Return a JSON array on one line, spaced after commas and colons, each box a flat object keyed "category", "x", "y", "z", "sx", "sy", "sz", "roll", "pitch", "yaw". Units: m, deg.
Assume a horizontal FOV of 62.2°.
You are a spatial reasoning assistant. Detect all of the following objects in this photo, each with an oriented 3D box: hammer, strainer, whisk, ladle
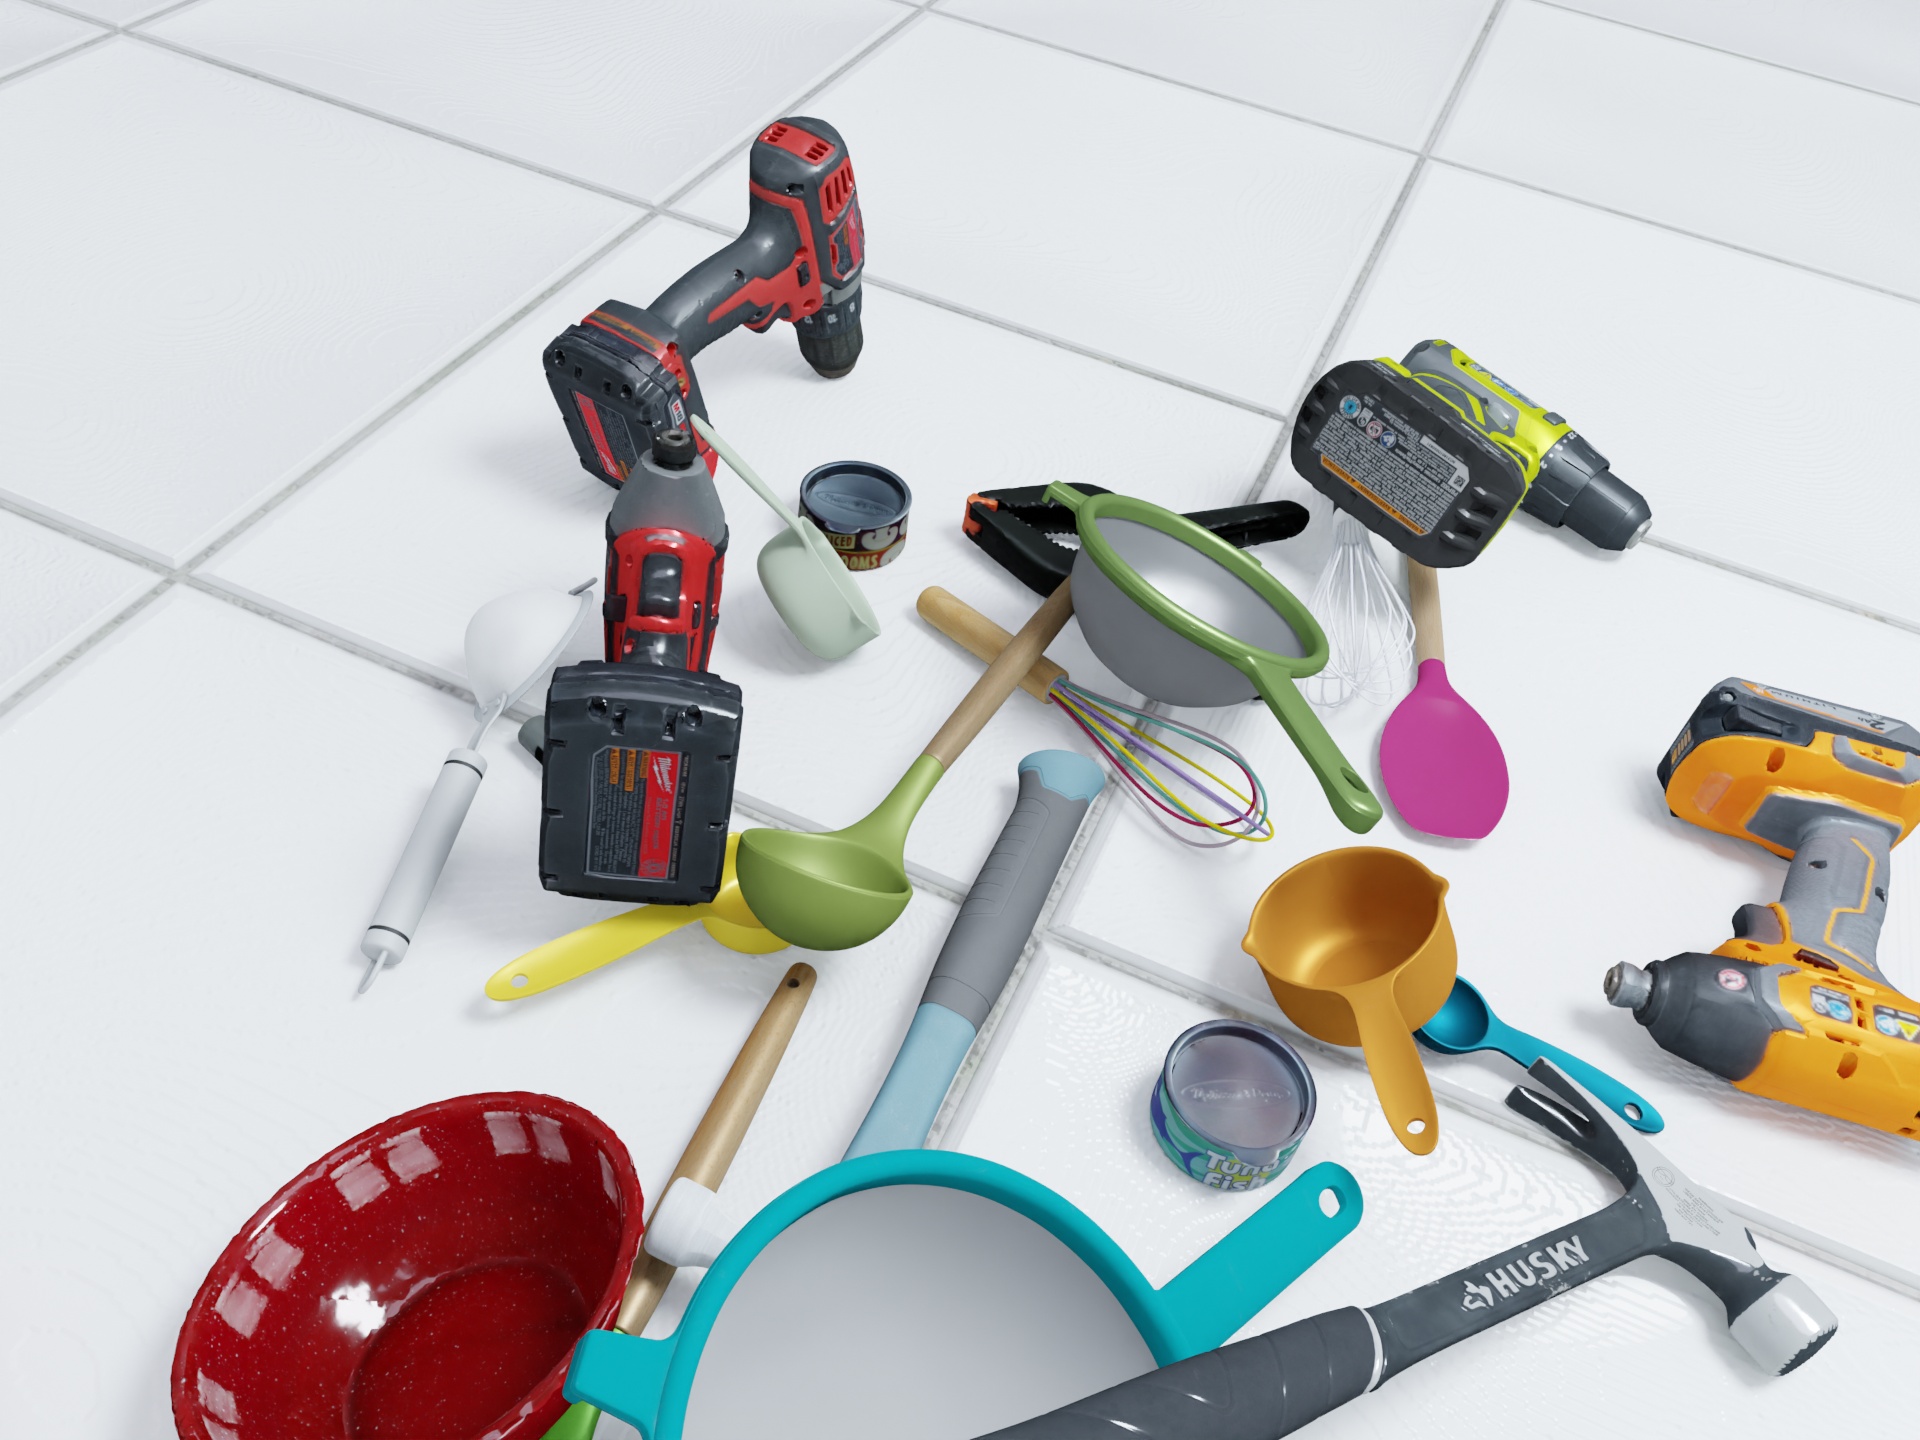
[{"category": "hammer", "x": -0.002, "y": 0.121, "z": 0.694, "sx": 0.128, "sy": 0.033, "sz": 0.331, "roll": 27, "pitch": 43, "yaw": 3}, {"category": "strainer", "x": 0.024, "y": 0.240, "z": 0.551, "sx": 0.340, "sy": 0.095, "sz": 0.211, "roll": -16, "pitch": 71, "yaw": -46}, {"category": "strainer", "x": -0.232, "y": 0.014, "z": 0.753, "sx": 0.050, "sy": 0.087, "sz": 0.259, "roll": 38, "pitch": 46, "yaw": -30}, {"category": "whisk", "x": 0.065, "y": -0.007, "z": 0.840, "sx": 0.245, "sy": 0.051, "sz": 0.047, "roll": 36, "pitch": 55, "yaw": 28}, {"category": "strainer", "x": 0.128, "y": -0.017, "z": 0.795, "sx": 0.151, "sy": 0.069, "sz": 0.257, "roll": 15, "pitch": 32, "yaw": -31}, {"category": "whisk", "x": 0.237, "y": -0.102, "z": 0.958, "sx": 0.070, "sy": 0.070, "sz": 0.285, "roll": 13, "pitch": 40, "yaw": 3}, {"category": "hammer", "x": 0.151, "y": 0.212, "z": 0.562, "sx": 0.408, "sy": 0.036, "sz": 0.149, "roll": -3, "pitch": 40, "yaw": -37}, {"category": "ladle", "x": -0.001, "y": -0.002, "z": 0.770, "sx": 0.078, "sy": 0.062, "sz": 0.320, "roll": 21, "pitch": 44, "yaw": 19}]

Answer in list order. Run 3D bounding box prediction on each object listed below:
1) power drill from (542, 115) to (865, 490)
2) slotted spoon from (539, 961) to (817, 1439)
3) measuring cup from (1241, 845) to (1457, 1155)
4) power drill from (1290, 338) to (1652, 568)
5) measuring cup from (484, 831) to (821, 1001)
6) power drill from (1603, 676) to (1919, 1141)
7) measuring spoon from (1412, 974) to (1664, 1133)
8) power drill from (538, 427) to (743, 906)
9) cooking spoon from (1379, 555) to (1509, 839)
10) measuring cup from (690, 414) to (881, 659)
[{"category": "power drill", "x": -0.134, "y": -0.228, "z": 0.960, "sx": 0.080, "sy": 0.187, "sz": 0.227, "roll": 29, "pitch": 66, "yaw": 18}, {"category": "slotted spoon", "x": -0.120, "y": 0.208, "z": 0.600, "sx": 0.070, "sy": 0.031, "sz": 0.314, "roll": 16, "pitch": 43, "yaw": 11}, {"category": "measuring cup", "x": 0.182, "y": 0.130, "z": 0.688, "sx": 0.095, "sy": 0.052, "sz": 0.174, "roll": -20, "pitch": 35, "yaw": 11}, {"category": "power drill", "x": 0.321, "y": -0.161, "z": 0.985, "sx": 0.191, "sy": 0.080, "sz": 0.228, "roll": 43, "pitch": 34, "yaw": 21}, {"category": "measuring cup", "x": -0.135, "y": 0.097, "z": 0.710, "sx": 0.156, "sy": 0.029, "sz": 0.062, "roll": -21, "pitch": 52, "yaw": -25}, {"category": "power drill", "x": 0.400, "y": 0.086, "z": 0.781, "sx": 0.164, "sy": 0.084, "sz": 0.227, "roll": 16, "pitch": 48, "yaw": 6}, {"category": "measuring spoon", "x": 0.259, "y": 0.158, "z": 0.730, "sx": 0.128, "sy": 0.021, "sz": 0.042, "roll": 29, "pitch": 49, "yaw": 6}, {"category": "power drill", "x": -0.142, "y": -0.032, "z": 0.736, "sx": 0.078, "sy": 0.143, "sz": 0.220, "roll": 6, "pitch": 36, "yaw": -10}, {"category": "cooking spoon", "x": 0.276, "y": -0.048, "z": 0.935, "sx": 0.069, "sy": 0.017, "sz": 0.319, "roll": 8, "pitch": 45, "yaw": 4}, {"category": "measuring cup", "x": -0.100, "y": -0.092, "z": 0.823, "sx": 0.038, "sy": 0.167, "sz": 0.083, "roll": -34, "pitch": 44, "yaw": 8}]
